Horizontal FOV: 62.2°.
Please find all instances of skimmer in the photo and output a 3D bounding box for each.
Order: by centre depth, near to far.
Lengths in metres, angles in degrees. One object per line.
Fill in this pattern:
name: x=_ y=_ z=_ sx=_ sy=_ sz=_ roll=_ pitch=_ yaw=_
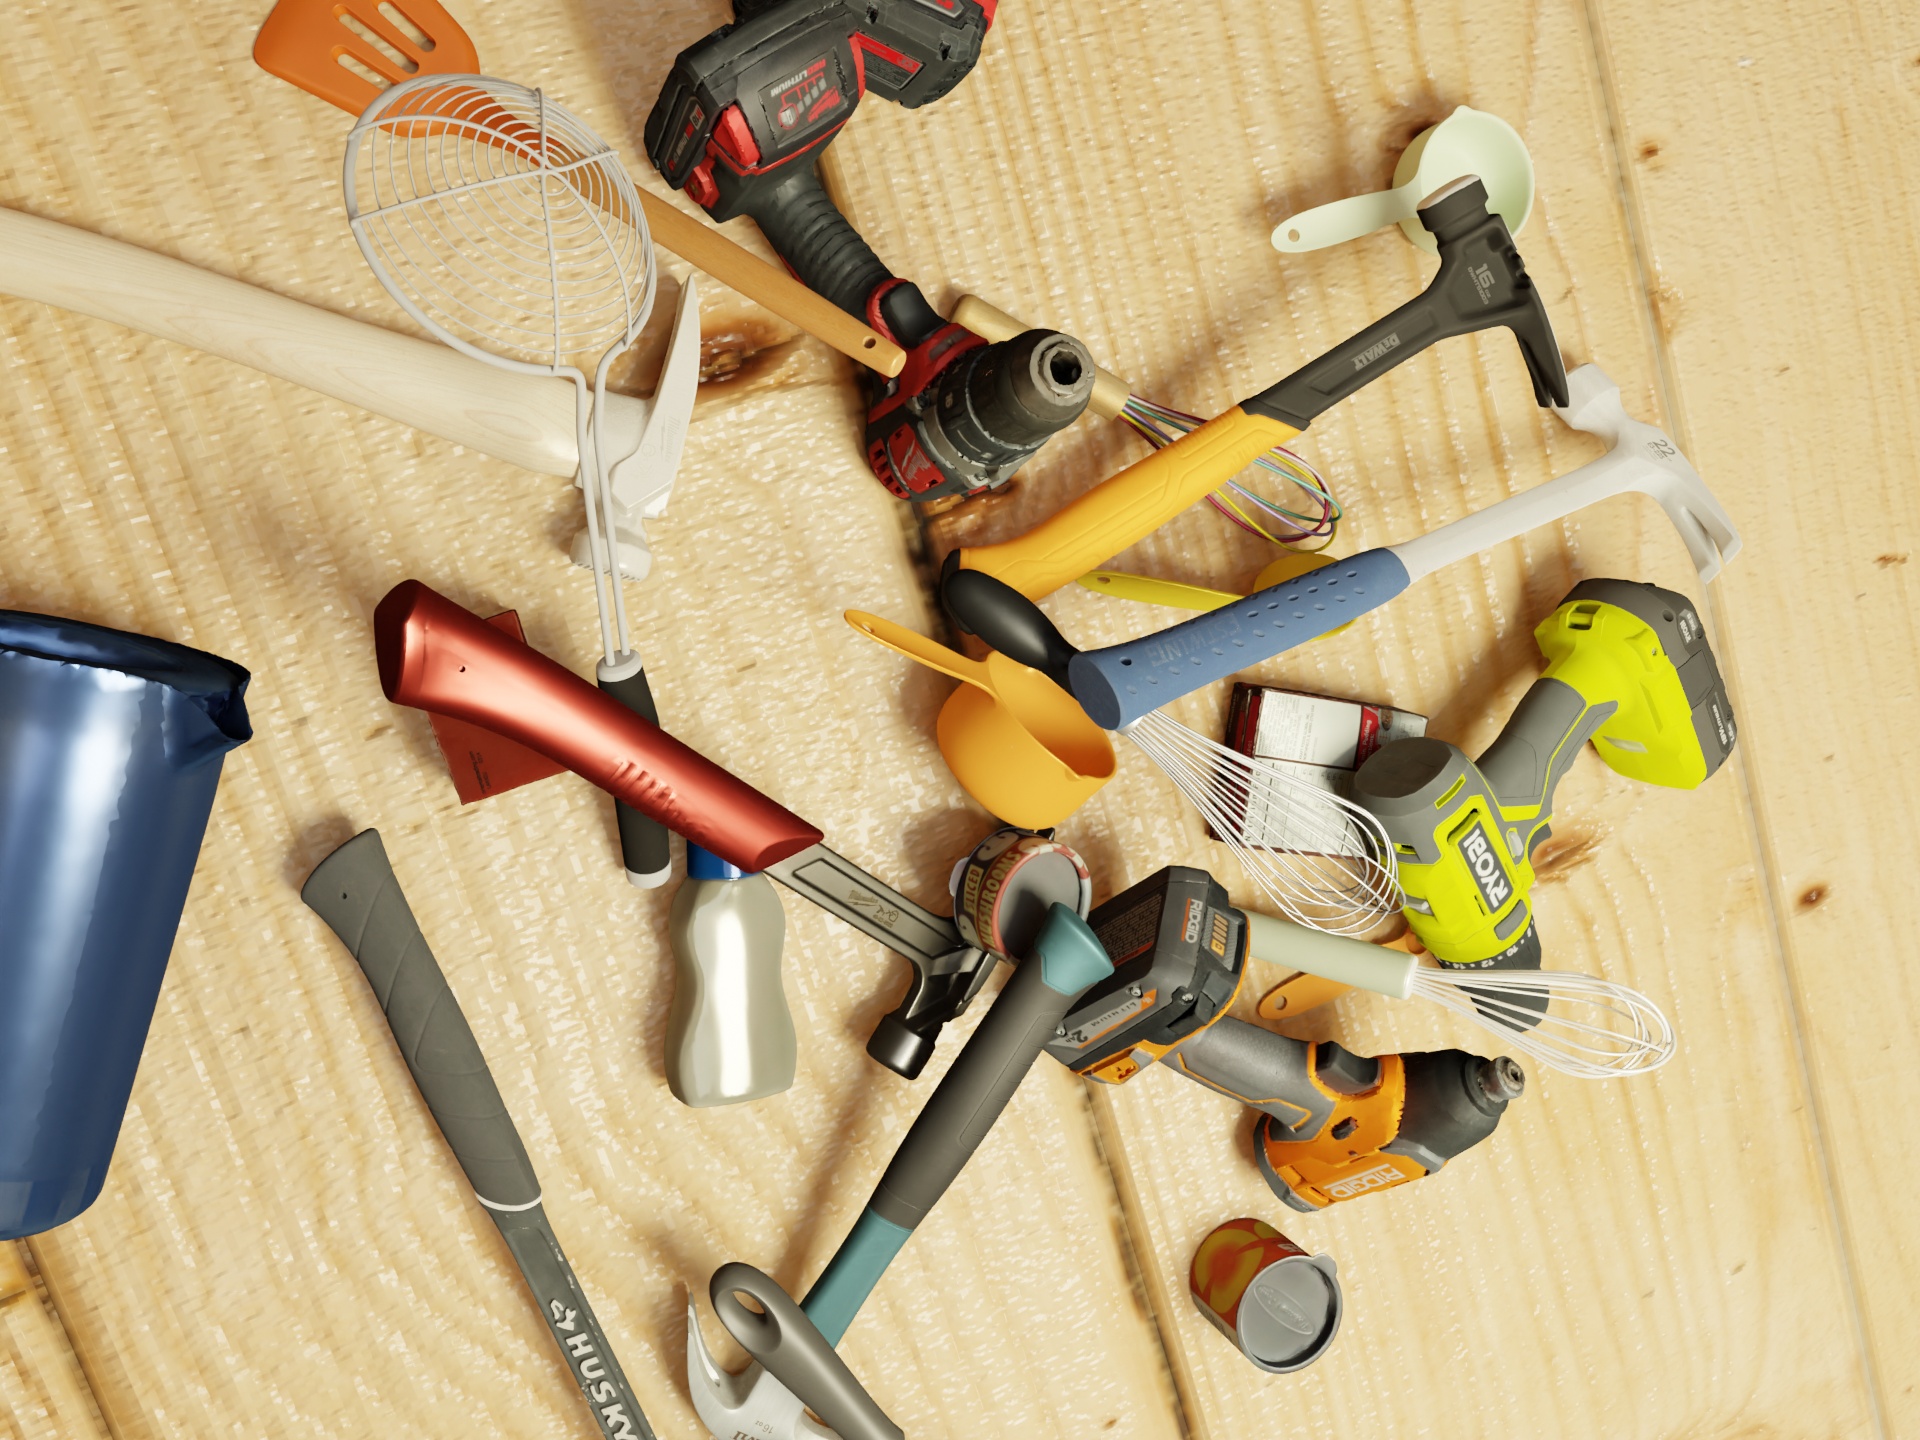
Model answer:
skimmer: x=-0.176 y=-0.086 z=0.695 sx=0.127 sy=0.090 sz=0.363 roll=-35 pitch=137 yaw=-42

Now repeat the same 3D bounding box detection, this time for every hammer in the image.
hammer: x=-0.319 y=-0.184 z=0.690 sx=0.410 sy=0.038 sz=0.146 roll=15 pitch=88 yaw=-19
hammer: x=-0.101 y=0.036 z=0.724 sx=0.358 sy=0.037 sz=0.149 roll=37 pitch=78 yaw=-37
hammer: x=-0.200 y=0.240 z=0.750 sx=0.149 sy=0.036 sz=0.409 roll=-22 pitch=98 yaw=10
hammer: x=-0.025 y=0.234 z=0.787 sx=0.128 sy=0.033 sz=0.331 roll=30 pitch=100 yaw=-16
hammer: x=0.142 y=-0.135 z=0.808 sx=0.337 sy=0.034 sz=0.127 roll=-31 pitch=104 yaw=2
hammer: x=0.235 y=-0.078 z=0.821 sx=0.405 sy=0.035 sz=0.144 roll=-23 pitch=64 yaw=-25

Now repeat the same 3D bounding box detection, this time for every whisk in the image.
whisk: x=-0.025 y=0.373 z=0.785 sx=0.073 sy=0.073 sz=0.295 roll=-41 pitch=103 yaw=-12
whisk: x=0.107 y=0.014 z=0.796 sx=0.284 sy=0.070 sz=0.070 roll=37 pitch=83 yaw=-6
whisk: x=0.102 y=-0.154 z=0.835 sx=0.244 sy=0.051 sz=0.047 roll=26 pitch=92 yaw=-16
whisk: x=0.245 y=0.137 z=0.839 sx=0.059 sy=0.246 sz=0.057 roll=-51 pitch=146 yaw=-46

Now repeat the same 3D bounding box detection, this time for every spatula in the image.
spatula: x=-0.160 y=-0.237 z=0.692 sx=0.323 sy=0.041 sz=0.081 roll=33 pitch=83 yaw=11

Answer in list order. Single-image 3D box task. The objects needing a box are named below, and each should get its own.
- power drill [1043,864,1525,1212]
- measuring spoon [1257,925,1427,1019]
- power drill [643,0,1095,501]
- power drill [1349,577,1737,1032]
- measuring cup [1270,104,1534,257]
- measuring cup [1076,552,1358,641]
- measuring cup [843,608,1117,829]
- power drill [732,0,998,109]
power drill: x=0.168 y=0.170 z=0.825 sx=0.226 sy=0.164 sz=0.084 roll=34 pitch=46 yaw=-17
measuring spoon: x=0.222 y=0.145 z=0.921 sx=0.117 sy=0.011 sz=0.021 roll=-22 pitch=101 yaw=-12
power drill: x=-0.035 y=-0.204 z=0.709 sx=0.080 sy=0.188 sz=0.226 roll=-37 pitch=102 yaw=-17
power drill: x=0.332 y=0.047 z=0.895 sx=0.228 sy=0.080 sz=0.190 roll=-41 pitch=116 yaw=-19
measuring cup: x=0.236 y=-0.281 z=0.873 sx=0.167 sy=0.038 sz=0.083 roll=-19 pitch=101 yaw=-15
measuring cup: x=0.139 y=-0.075 z=0.858 sx=0.156 sy=0.062 sz=0.029 roll=8 pitch=61 yaw=-7
measuring cup: x=-0.001 y=-0.002 z=0.776 sx=0.173 sy=0.095 sz=0.052 roll=25 pitch=120 yaw=-34
power drill: x=-0.024 y=-0.422 z=0.752 sx=0.143 sy=0.078 sz=0.220 roll=20 pitch=85 yaw=-20
